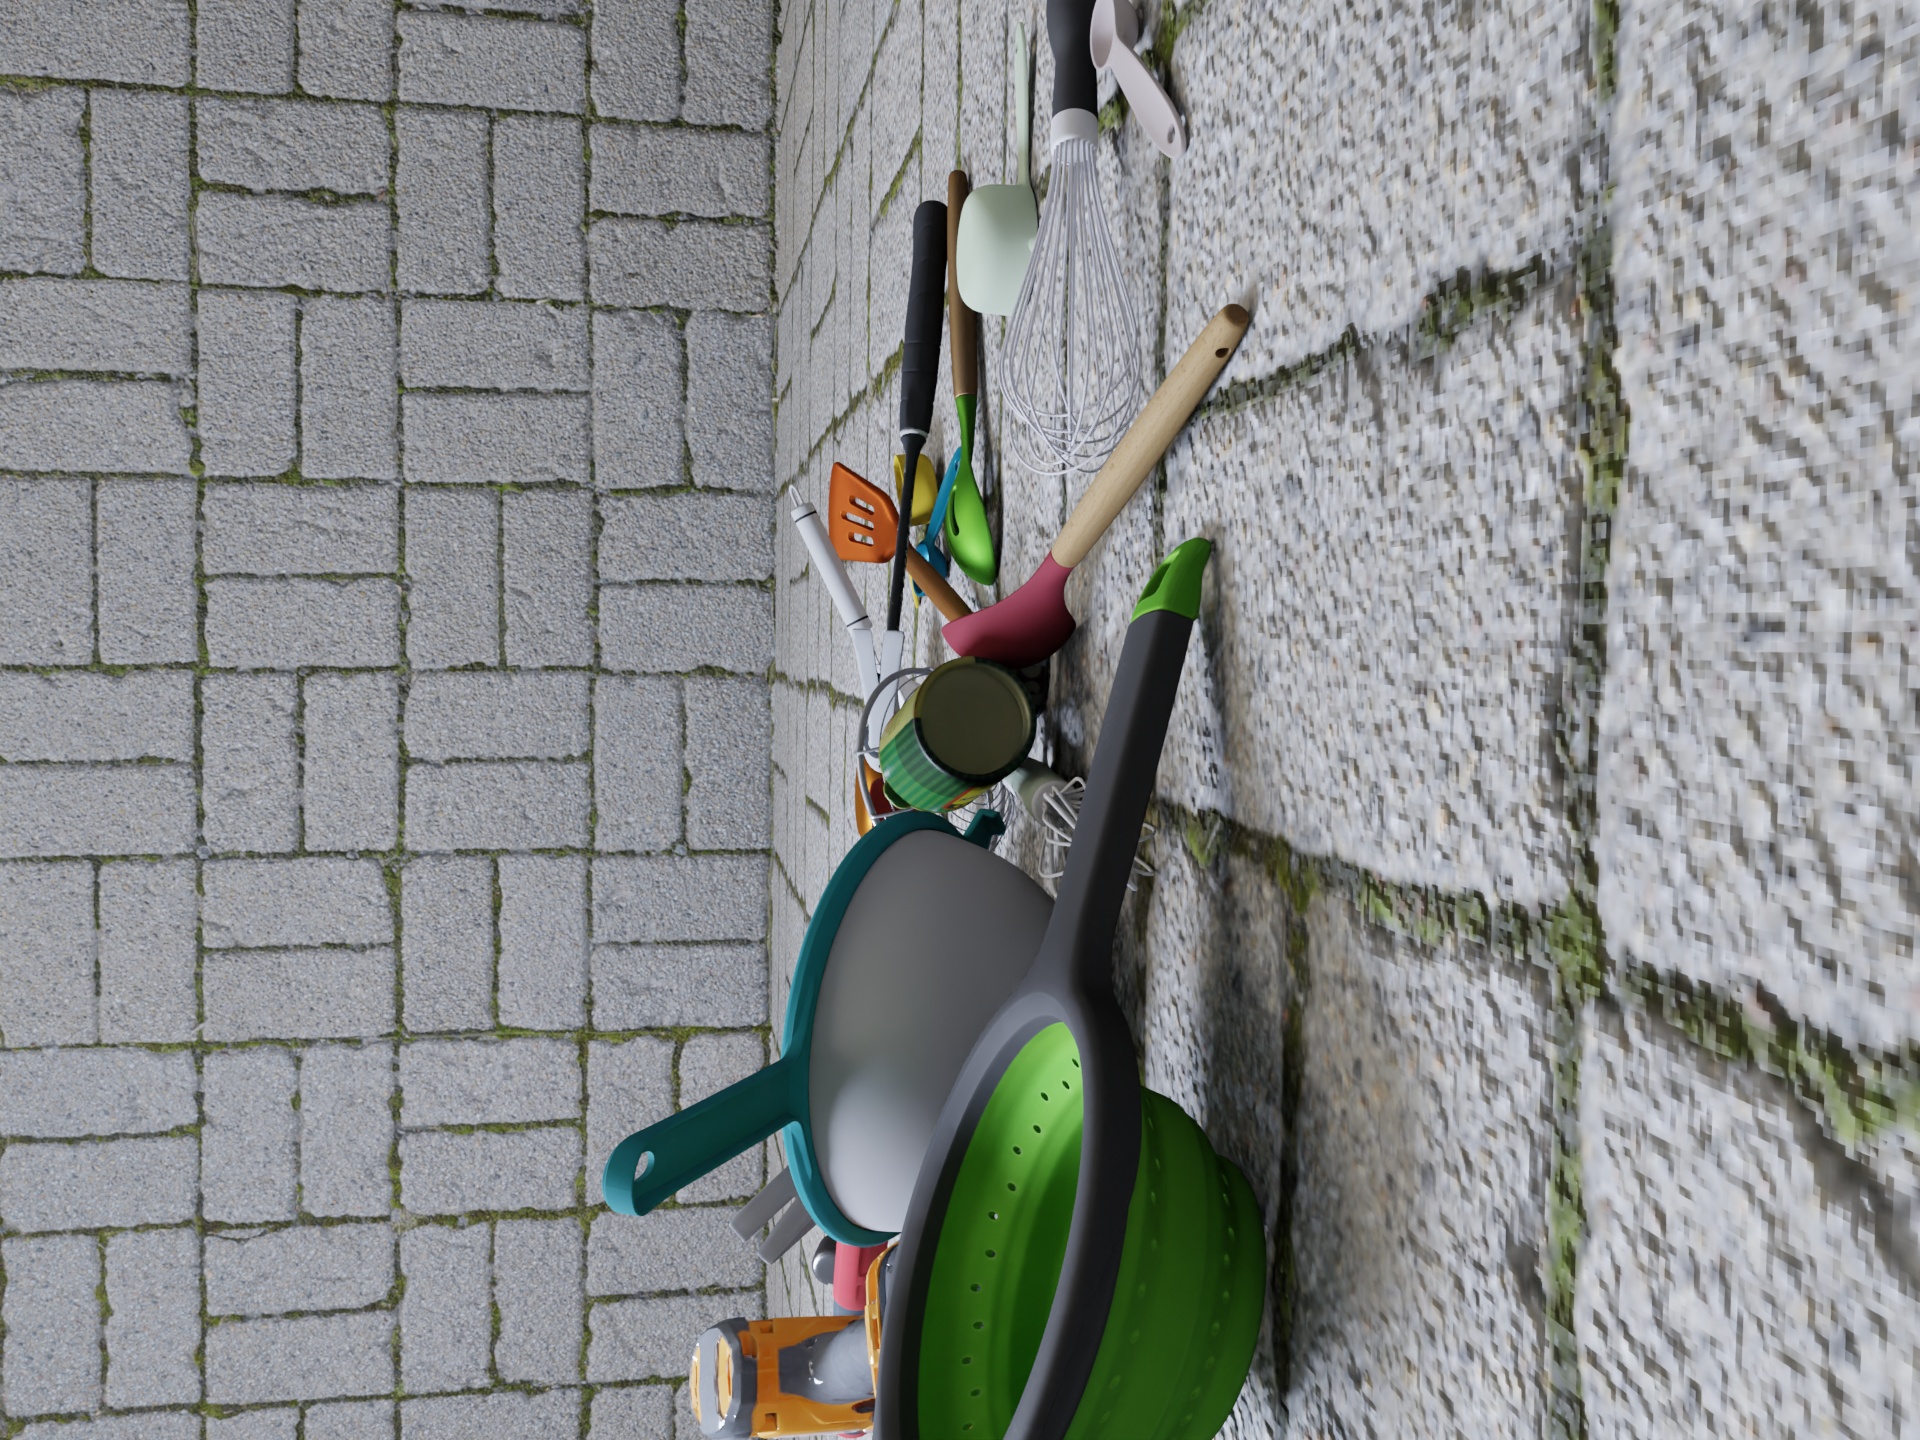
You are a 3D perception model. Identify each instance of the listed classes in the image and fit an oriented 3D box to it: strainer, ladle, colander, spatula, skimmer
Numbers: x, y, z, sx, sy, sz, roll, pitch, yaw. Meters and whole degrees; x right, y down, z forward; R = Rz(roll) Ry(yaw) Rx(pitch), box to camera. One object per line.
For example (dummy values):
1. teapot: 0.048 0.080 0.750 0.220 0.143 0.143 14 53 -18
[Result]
1. strainer: -0.020 0.156 0.706 0.340 0.095 0.211 -9 -78 -65
2. ladle: 0.058 -0.089 0.721 0.315 0.069 0.031 126 142 -62
3. strainer: -0.072 -0.067 1.232 0.258 0.050 0.087 64 162 -3
4. colander: 0.069 0.126 0.596 0.204 0.094 0.397 149 138 -72
5. spatula: -0.039 -0.110 1.155 0.323 0.041 0.081 -127 37 -60
6. skimmer: -0.024 0.127 1.030 0.127 0.090 0.363 -54 -21 -44

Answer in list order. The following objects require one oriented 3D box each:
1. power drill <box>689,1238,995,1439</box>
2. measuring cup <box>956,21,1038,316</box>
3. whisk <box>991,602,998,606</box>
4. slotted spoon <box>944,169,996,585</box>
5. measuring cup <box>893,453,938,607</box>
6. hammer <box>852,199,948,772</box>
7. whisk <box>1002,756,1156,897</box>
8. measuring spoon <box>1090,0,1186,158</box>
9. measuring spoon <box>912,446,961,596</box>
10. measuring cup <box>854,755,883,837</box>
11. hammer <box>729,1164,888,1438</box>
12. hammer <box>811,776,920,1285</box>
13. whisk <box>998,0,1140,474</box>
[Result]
1. power drill: -0.010 0.319 0.803 0.226 0.185 0.084 -39 49 46
2. measuring cup: 0.020 -0.325 0.941 0.083 0.038 0.167 -135 45 -75
3. whisk: -0.001 -0.005 1.051 0.244 0.047 0.051 115 142 -56
4. slotted spoon: 0.002 -0.238 1.075 0.070 0.031 0.314 109 160 -70
5. measuring cup: -0.031 -0.148 1.272 0.156 0.029 0.062 85 172 -50
6. hammer: -0.034 -0.179 1.064 0.149 0.036 0.409 87 -173 -66
7. whisk: 0.048 0.043 0.778 0.059 0.057 0.246 -53 9 1
8. measuring spoon: 0.082 -0.281 0.697 0.034 0.018 0.124 102 157 -47
9. measuring spoon: -0.009 -0.146 1.172 0.042 0.021 0.128 -108 30 -46
10. measuring cup: -0.066 0.091 1.346 0.173 0.052 0.095 104 163 -44
11. hammer: -0.073 0.356 0.964 0.038 0.143 0.386 36 141 26
12. hammer: -0.058 0.205 1.107 0.149 0.037 0.359 -62 -20 -68
13. whisk: 0.052 -0.244 0.741 0.070 0.070 0.285 121 153 -70
